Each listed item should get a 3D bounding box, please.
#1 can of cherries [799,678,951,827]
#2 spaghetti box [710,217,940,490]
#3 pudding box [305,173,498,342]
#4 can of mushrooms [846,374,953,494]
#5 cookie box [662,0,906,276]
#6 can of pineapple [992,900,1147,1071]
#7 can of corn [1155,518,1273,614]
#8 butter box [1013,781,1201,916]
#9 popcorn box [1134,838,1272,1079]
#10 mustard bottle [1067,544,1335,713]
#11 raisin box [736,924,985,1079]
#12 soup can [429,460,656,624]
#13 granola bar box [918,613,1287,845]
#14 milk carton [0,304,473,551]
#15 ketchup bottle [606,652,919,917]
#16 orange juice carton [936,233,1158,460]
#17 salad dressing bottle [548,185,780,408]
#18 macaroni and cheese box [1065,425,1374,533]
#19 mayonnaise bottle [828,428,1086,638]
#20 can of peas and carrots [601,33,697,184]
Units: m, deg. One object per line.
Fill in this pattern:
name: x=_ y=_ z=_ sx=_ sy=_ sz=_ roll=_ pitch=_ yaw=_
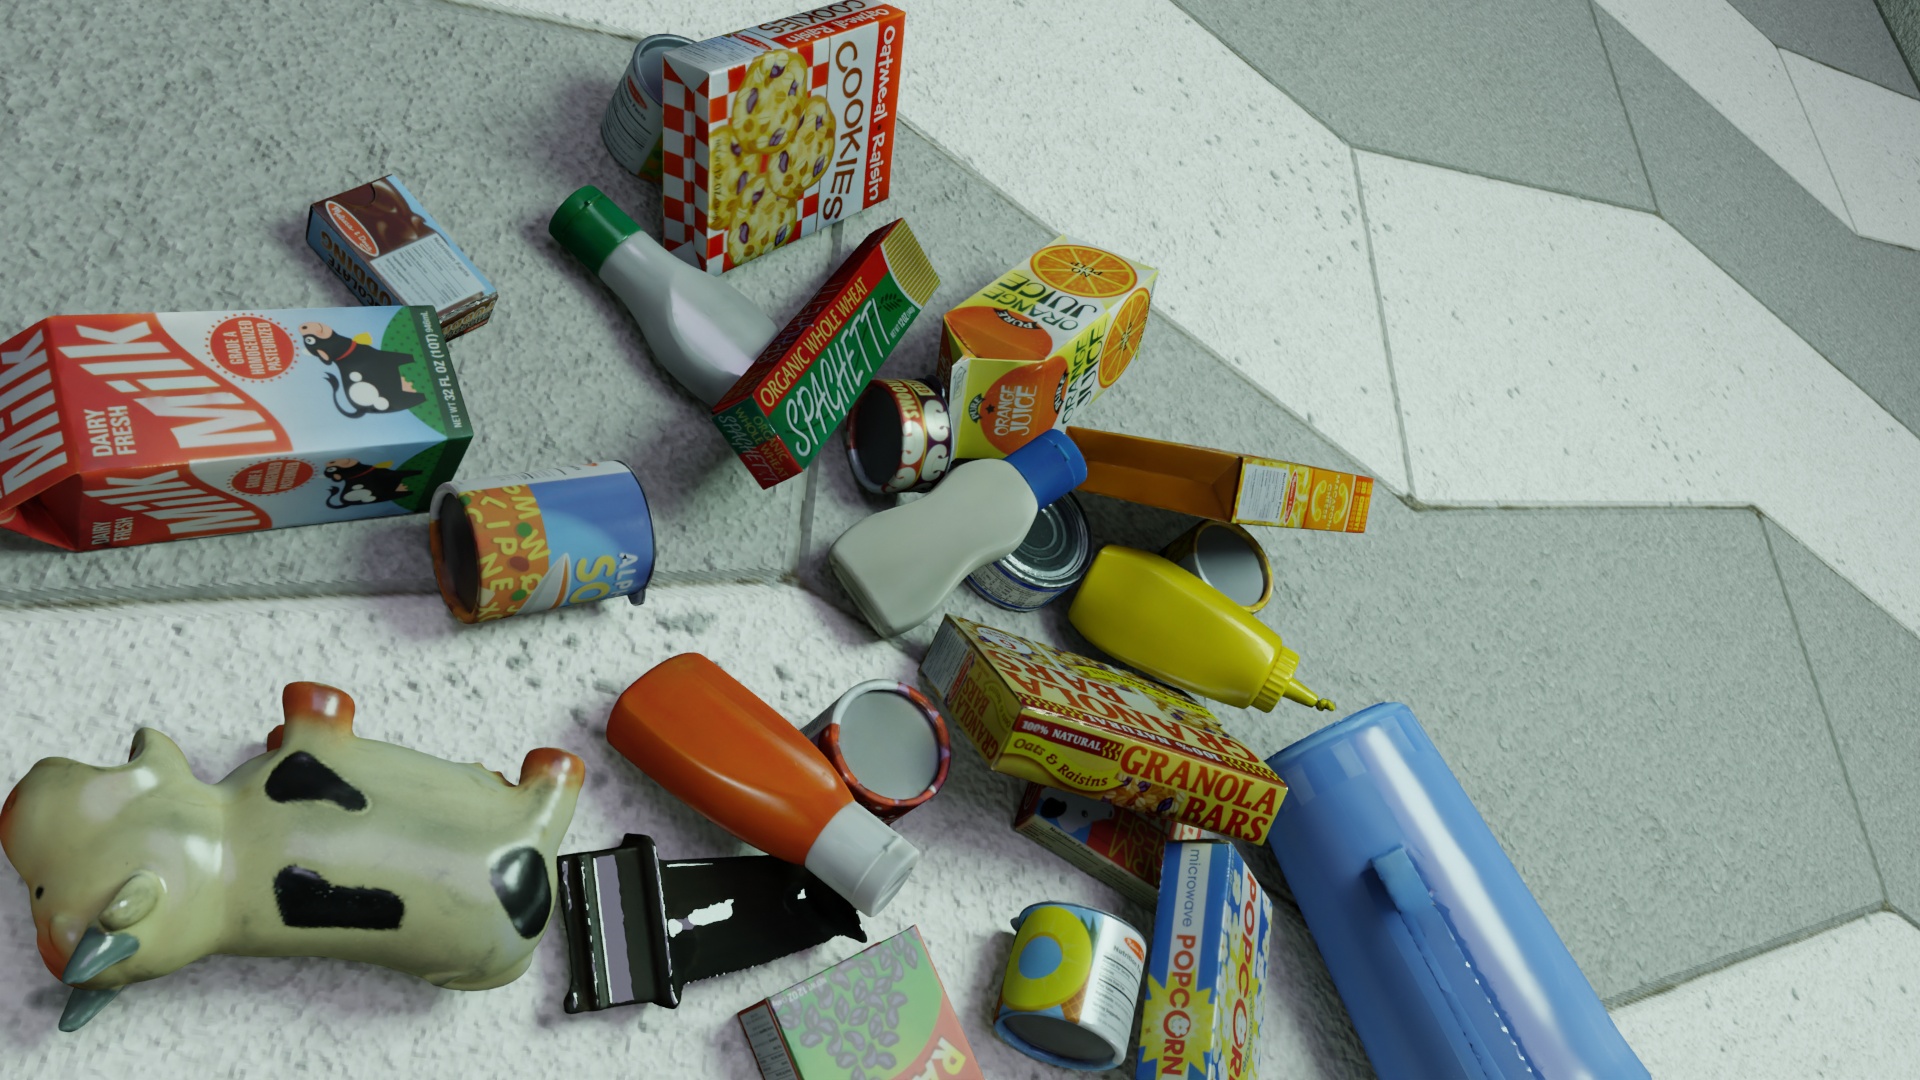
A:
can of cherries: x=-0.044 y=0.111 z=0.685 sx=0.071 sy=0.058 sz=0.072 roll=17 pitch=55 yaw=-25
spaghetti box: x=-0.068 y=-0.113 z=0.781 sx=0.050 sy=0.028 sz=0.251 roll=57 pitch=31 yaw=-21
pudding box: x=-0.279 y=-0.138 z=0.696 sx=0.083 sy=0.030 sz=0.050 roll=48 pitch=49 yaw=0
can of mushrooms: x=-0.035 y=-0.061 z=0.788 sx=0.033 sy=0.070 sz=0.071 roll=-4 pitch=66 yaw=-34
cookie box: x=-0.102 y=-0.240 z=0.815 sx=0.040 sy=0.122 sz=0.168 roll=30 pitch=43 yaw=23
can of pineapple: x=0.053 y=0.219 z=0.682 sx=0.071 sy=0.070 sz=0.058 roll=32 pitch=50 yaw=-15
can of corn: x=0.154 y=0.025 z=0.871 sx=0.071 sy=0.058 sz=0.071 roll=17 pitch=55 yaw=-26
butter box: x=0.082 y=0.158 z=0.765 sx=0.103 sy=0.024 sz=0.053 roll=33 pitch=50 yaw=-13
popcorn box: x=0.127 y=0.228 z=0.712 sx=0.085 sy=0.038 sz=0.127 roll=55 pitch=39 yaw=-46
mustard bottle: x=0.144 y=0.061 z=0.810 sx=0.160 sy=0.065 sz=0.049 roll=29 pitch=12 yaw=9
raisin box: x=-0.034 y=0.248 z=0.621 sx=0.086 sy=0.040 sz=0.123 roll=-14 pitch=73 yaw=-40
soup can: x=-0.193 y=0.003 z=0.645 sx=0.084 sy=0.071 sz=0.071 roll=-11 pitch=70 yaw=-37
granola bar box: x=0.074 y=0.098 z=0.738 sx=0.165 sy=0.039 sz=0.124 roll=19 pitch=11 yaw=-24
milk carton: x=-0.317 y=-0.048 z=0.586 sx=0.191 sy=0.073 sz=0.072 roll=-9 pitch=69 yaw=-37
ketchup bottle: x=-0.087 y=0.111 z=0.631 sx=0.149 sy=0.043 sz=0.065 roll=34 pitch=31 yaw=16
orange juice carton: x=0.043 y=-0.115 z=0.852 sx=0.073 sy=0.071 sz=0.194 roll=26 pitch=42 yaw=20
salad dressing bottle: x=-0.160 y=-0.133 z=0.766 sx=0.147 sy=0.043 sz=0.064 roll=43 pitch=48 yaw=-3
macaroni and cheese box: x=0.158 y=-0.036 z=0.850 sx=0.167 sy=0.124 sz=0.040 roll=3 pitch=99 yaw=-49
mayonnaise bottle: x=0.003 y=-0.010 z=0.766 sx=0.148 sy=0.041 sz=0.065 roll=-33 pitch=82 yaw=-18
can of peas and carrots: x=-0.169 y=-0.254 z=0.822 sx=0.071 sy=0.058 sz=0.071 roll=18 pitch=54 yaw=-26
